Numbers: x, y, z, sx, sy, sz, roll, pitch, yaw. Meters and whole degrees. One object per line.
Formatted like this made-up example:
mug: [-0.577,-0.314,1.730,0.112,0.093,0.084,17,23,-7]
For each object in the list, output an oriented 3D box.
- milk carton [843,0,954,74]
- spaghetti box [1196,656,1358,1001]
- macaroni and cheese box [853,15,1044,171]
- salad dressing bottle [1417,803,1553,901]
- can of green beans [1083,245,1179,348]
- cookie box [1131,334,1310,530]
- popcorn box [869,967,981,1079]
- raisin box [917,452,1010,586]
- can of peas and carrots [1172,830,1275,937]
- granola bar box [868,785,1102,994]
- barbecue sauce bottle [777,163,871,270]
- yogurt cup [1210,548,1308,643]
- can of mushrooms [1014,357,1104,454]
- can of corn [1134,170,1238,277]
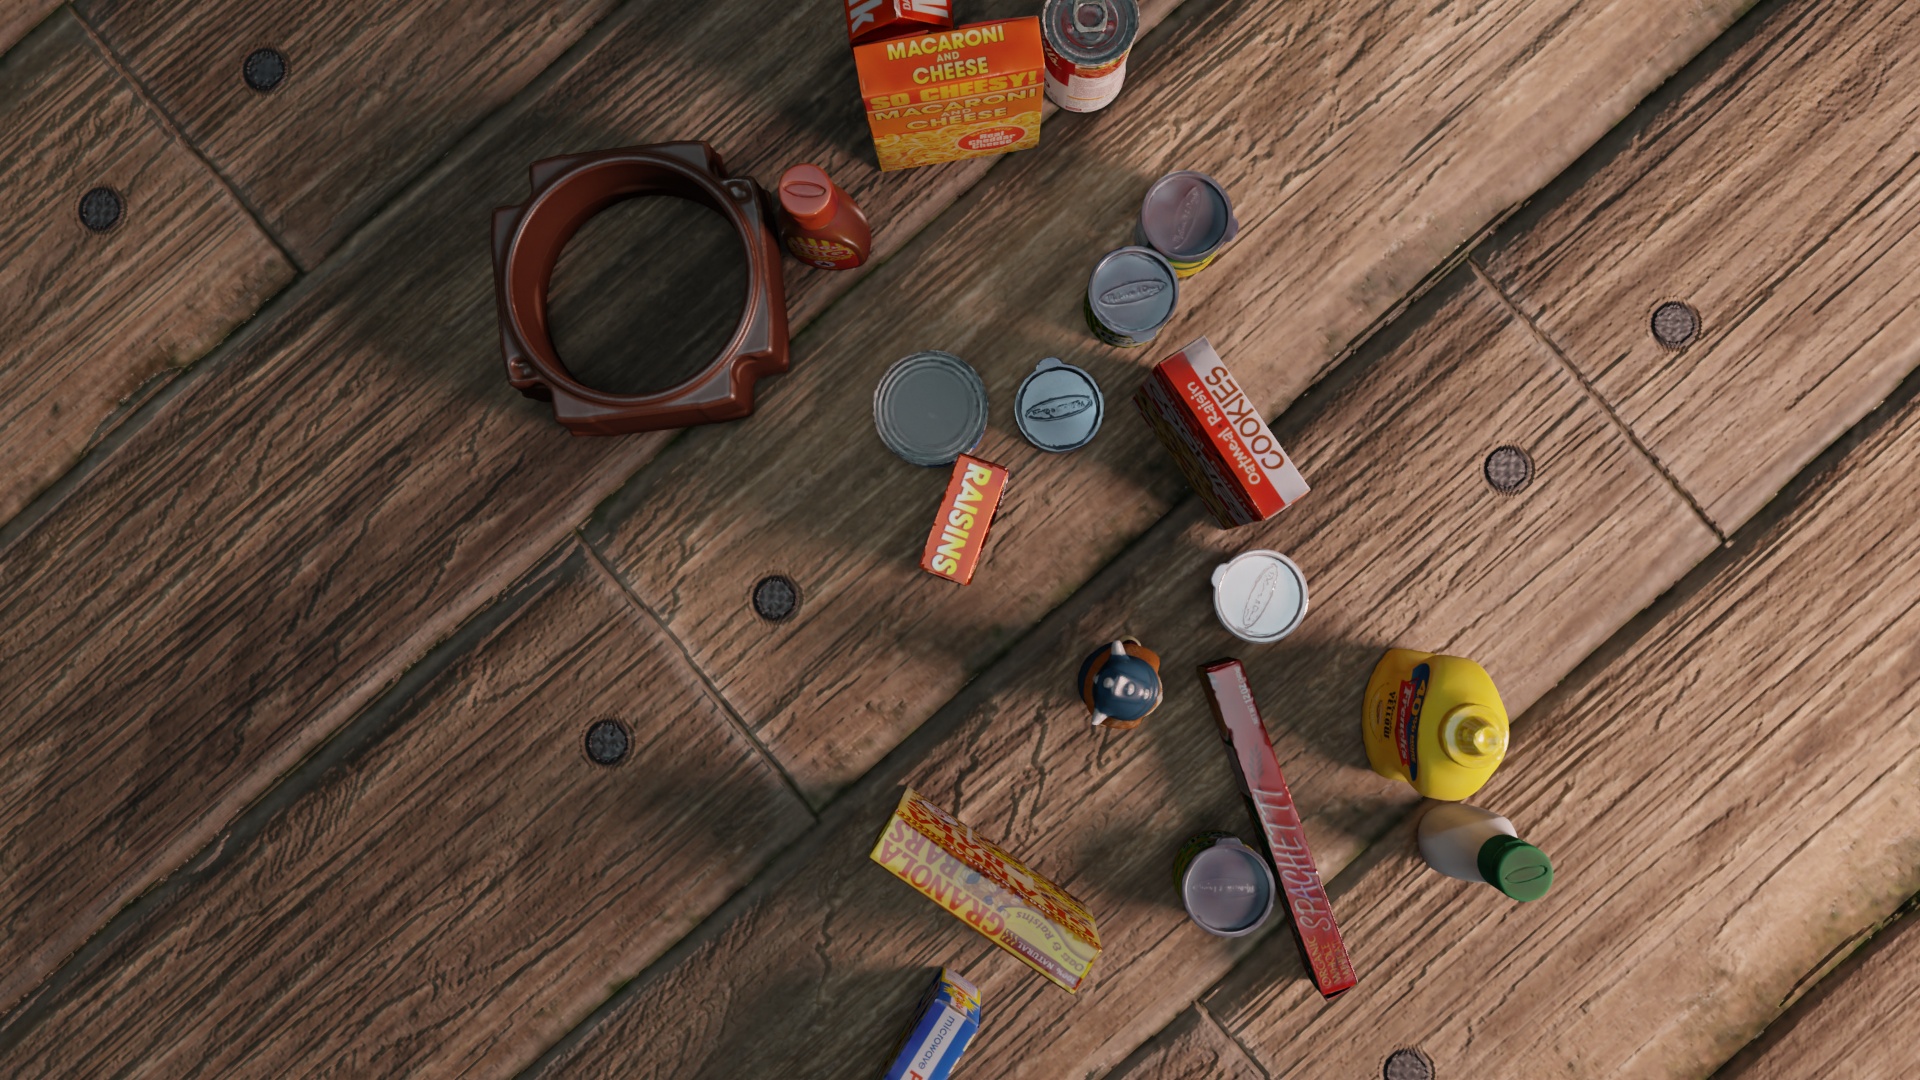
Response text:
milk carton: [-0.042,-0.367,0.972,0.073,0.190,0.072,-7,88,1]
spaghetti box: [0.229,0.206,1.011,0.029,0.050,0.250,-20,87,1]
macaroni and cheese box: [-0.006,-0.312,0.981,0.124,0.166,0.040,-9,88,1]
salad dressing bottle: [0.362,0.215,0.959,0.064,0.147,0.044,-14,88,1]
can of green beans: [0.125,-0.179,1.027,0.071,0.058,0.071,0,88,1]
cookie box: [0.175,-0.069,0.966,0.040,0.167,0.123,-34,87,0]
popcorn box: [-0.033,0.377,0.991,0.038,0.085,0.126,33,89,2]
raisin box: [0.004,-0.012,0.989,0.040,0.123,0.086,21,89,2]
can of peas and carrots: [0.189,0.245,1.006,0.071,0.058,0.071,0,88,1]
granola bar box: [0.017,0.242,0.977,0.165,0.124,0.039,33,89,2]
barbecue sauce bottle: [-0.101,-0.230,0.988,0.065,0.148,0.043,7,88,2]
yogurt cup: [0.215,0.041,1.017,0.072,0.054,0.072,0,88,1]
can of mushrooms: [0.073,-0.100,1.036,0.071,0.033,0.071,0,88,1]
can of corn: [0.166,-0.232,1.028,0.071,0.058,0.071,0,88,1]
